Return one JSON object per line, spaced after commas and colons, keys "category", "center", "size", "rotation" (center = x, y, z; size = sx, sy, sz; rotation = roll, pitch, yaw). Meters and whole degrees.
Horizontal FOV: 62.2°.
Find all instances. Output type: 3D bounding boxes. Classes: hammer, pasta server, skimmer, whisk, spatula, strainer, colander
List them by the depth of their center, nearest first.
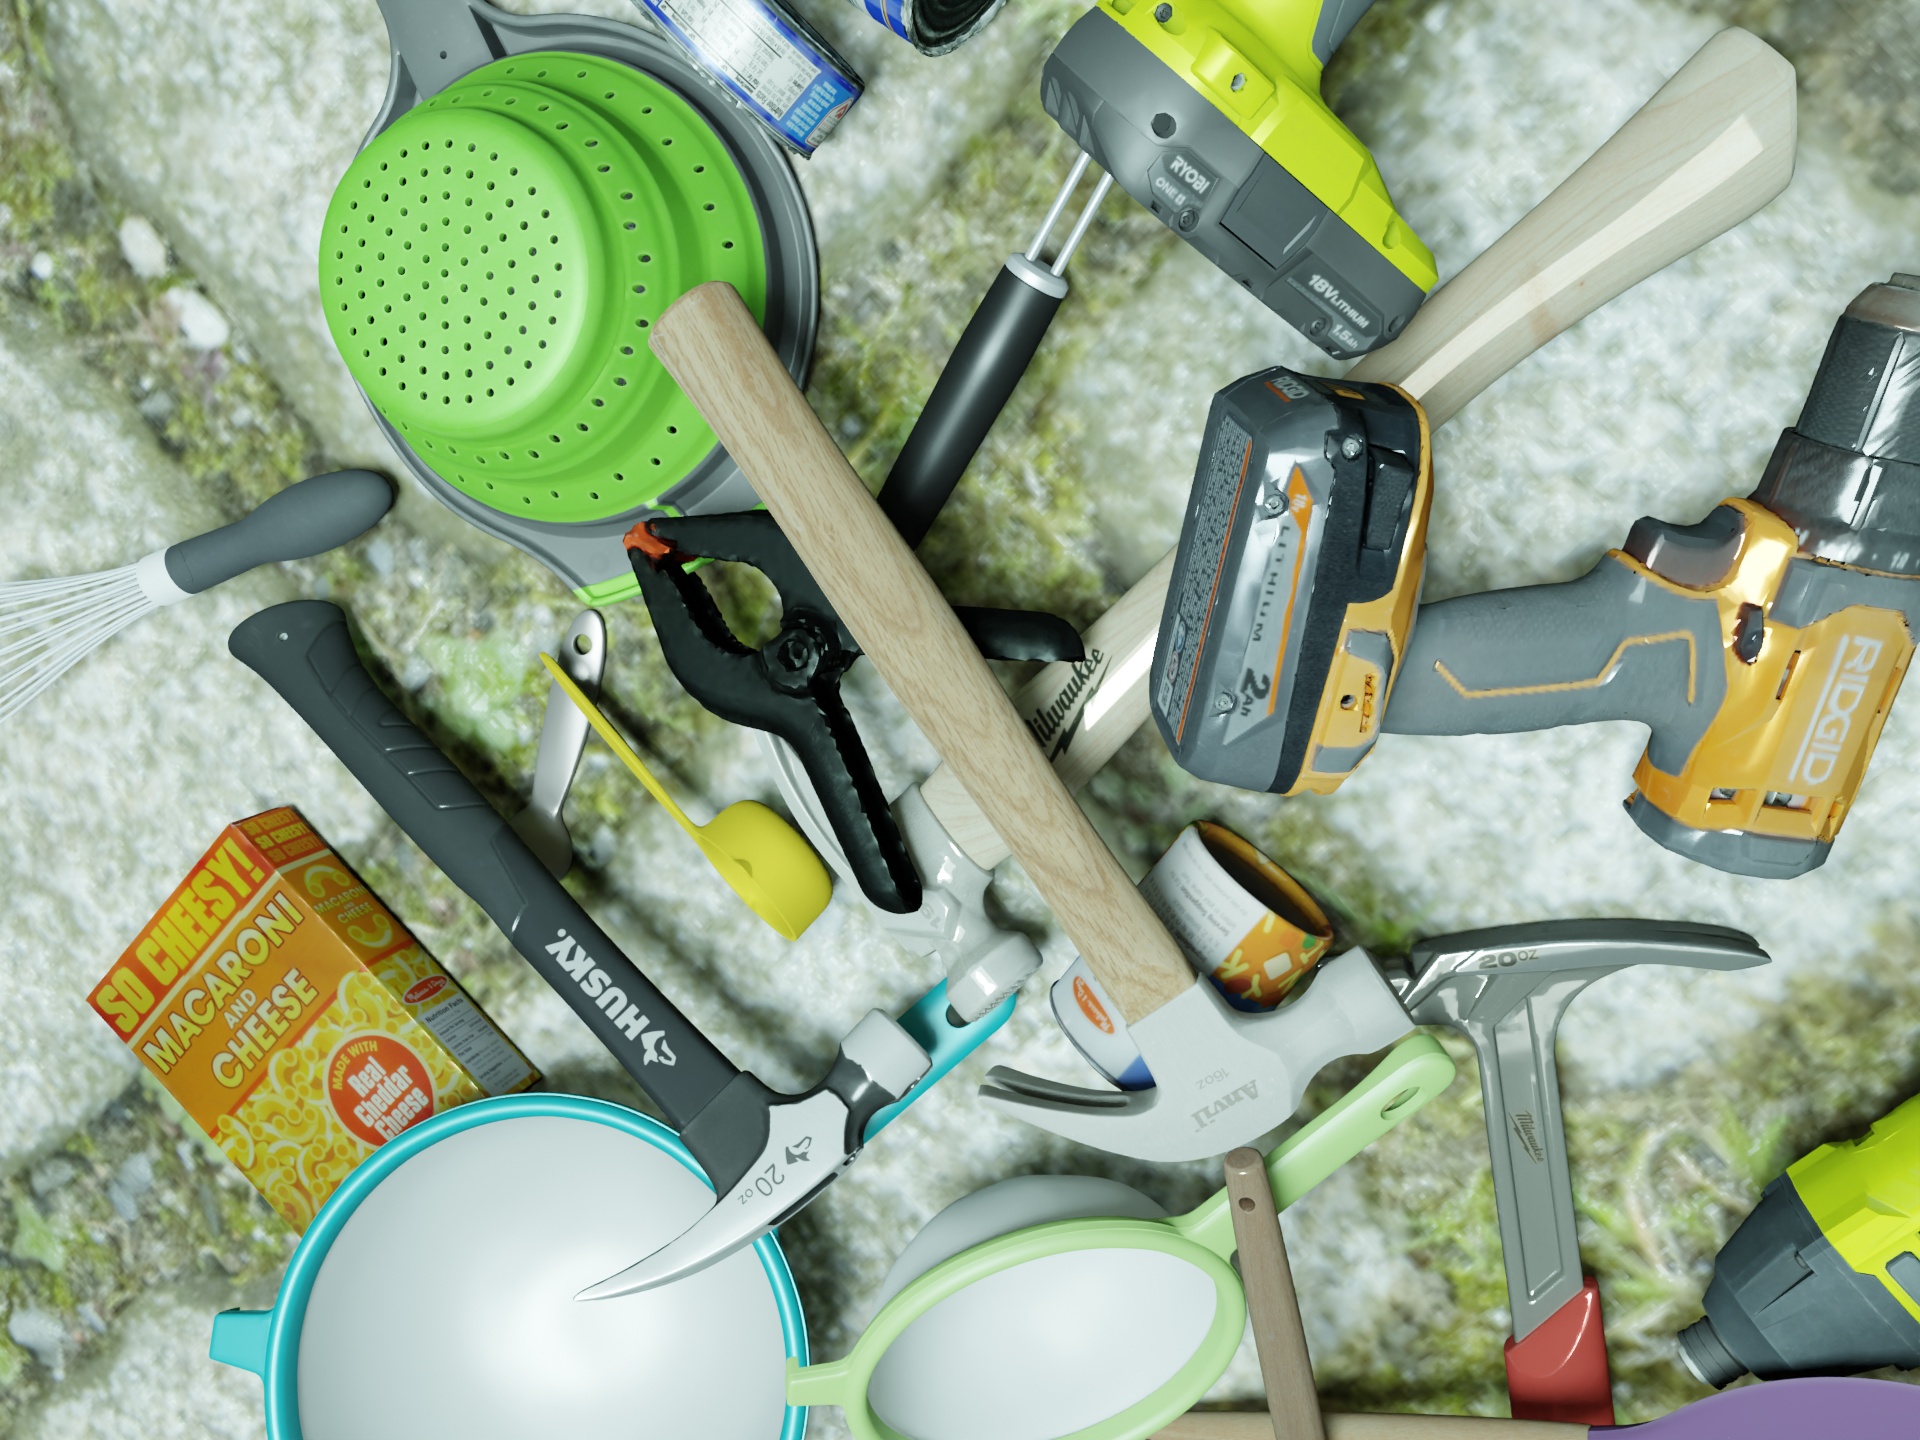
{"category": "hammer", "center": [-0.001, -0.002, 0.526], "size": [0.130, 0.031, 0.331], "rotation": [-36, 86, 12]}
{"category": "skimmer", "center": [0.063, -0.211, 0.548], "size": [0.127, 0.090, 0.363], "rotation": [32, 116, 0]}
{"category": "spatula", "center": [0.192, 0.248, 0.548], "size": [0.316, 0.018, 0.059], "rotation": [-16, 107, 35]}
{"category": "hammer", "center": [0.102, -0.076, 0.553], "size": [0.410, 0.038, 0.146], "rotation": [-44, 78, 16]}
{"category": "pasta server", "center": [0.126, 0.285, 0.570], "size": [0.060, 0.040, 0.316], "rotation": [-7, 114, 18]}
{"category": "hammer", "center": [0.228, 0.250, 0.576], "size": [0.149, 0.037, 0.359], "rotation": [-8, 97, 16]}
{"category": "colander", "center": [-0.197, -0.233, 0.581], "size": [0.204, 0.094, 0.397], "rotation": [-24, 92, 18]}
{"category": "strainer", "center": [0.063, 0.180, 0.582], "size": [0.256, 0.069, 0.151], "rotation": [-42, 125, 13]}
{"category": "hammer", "center": [-0.177, 0.070, 0.618], "size": [0.335, 0.035, 0.146], "rotation": [42, 79, 17]}
{"category": "strainer", "center": [-0.110, 0.212, 0.645], "size": [0.340, 0.095, 0.211], "rotation": [-40, 82, -3]}
{"category": "whisk", "center": [-0.365, -0.050, 0.682], "size": [0.284, 0.070, 0.070], "rotation": [-18, 94, 13]}

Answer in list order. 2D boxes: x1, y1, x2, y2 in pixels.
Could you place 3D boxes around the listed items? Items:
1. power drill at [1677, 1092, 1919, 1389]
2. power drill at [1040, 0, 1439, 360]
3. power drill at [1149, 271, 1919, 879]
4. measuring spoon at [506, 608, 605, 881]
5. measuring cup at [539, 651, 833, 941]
{"category": "power drill", "center": [0.359, 0.218, 0.503], "size": [0.171, 0.080, 0.223], "rotation": [-43, 91, 18]}
{"category": "power drill", "center": [0.151, -0.224, 0.455], "size": [0.190, 0.080, 0.228], "rotation": [26, 115, -34]}
{"category": "power drill", "center": [0.186, -0.052, 0.478], "size": [0.226, 0.084, 0.185], "rotation": [7, 112, -8]}
{"category": "measuring spoon", "center": [-0.169, 0.014, 0.654], "size": [0.034, 0.018, 0.124], "rotation": [20, 103, 12]}
{"category": "measuring cup", "center": [-0.108, 0.021, 0.627], "size": [0.029, 0.062, 0.156], "rotation": [-40, 78, -17]}
